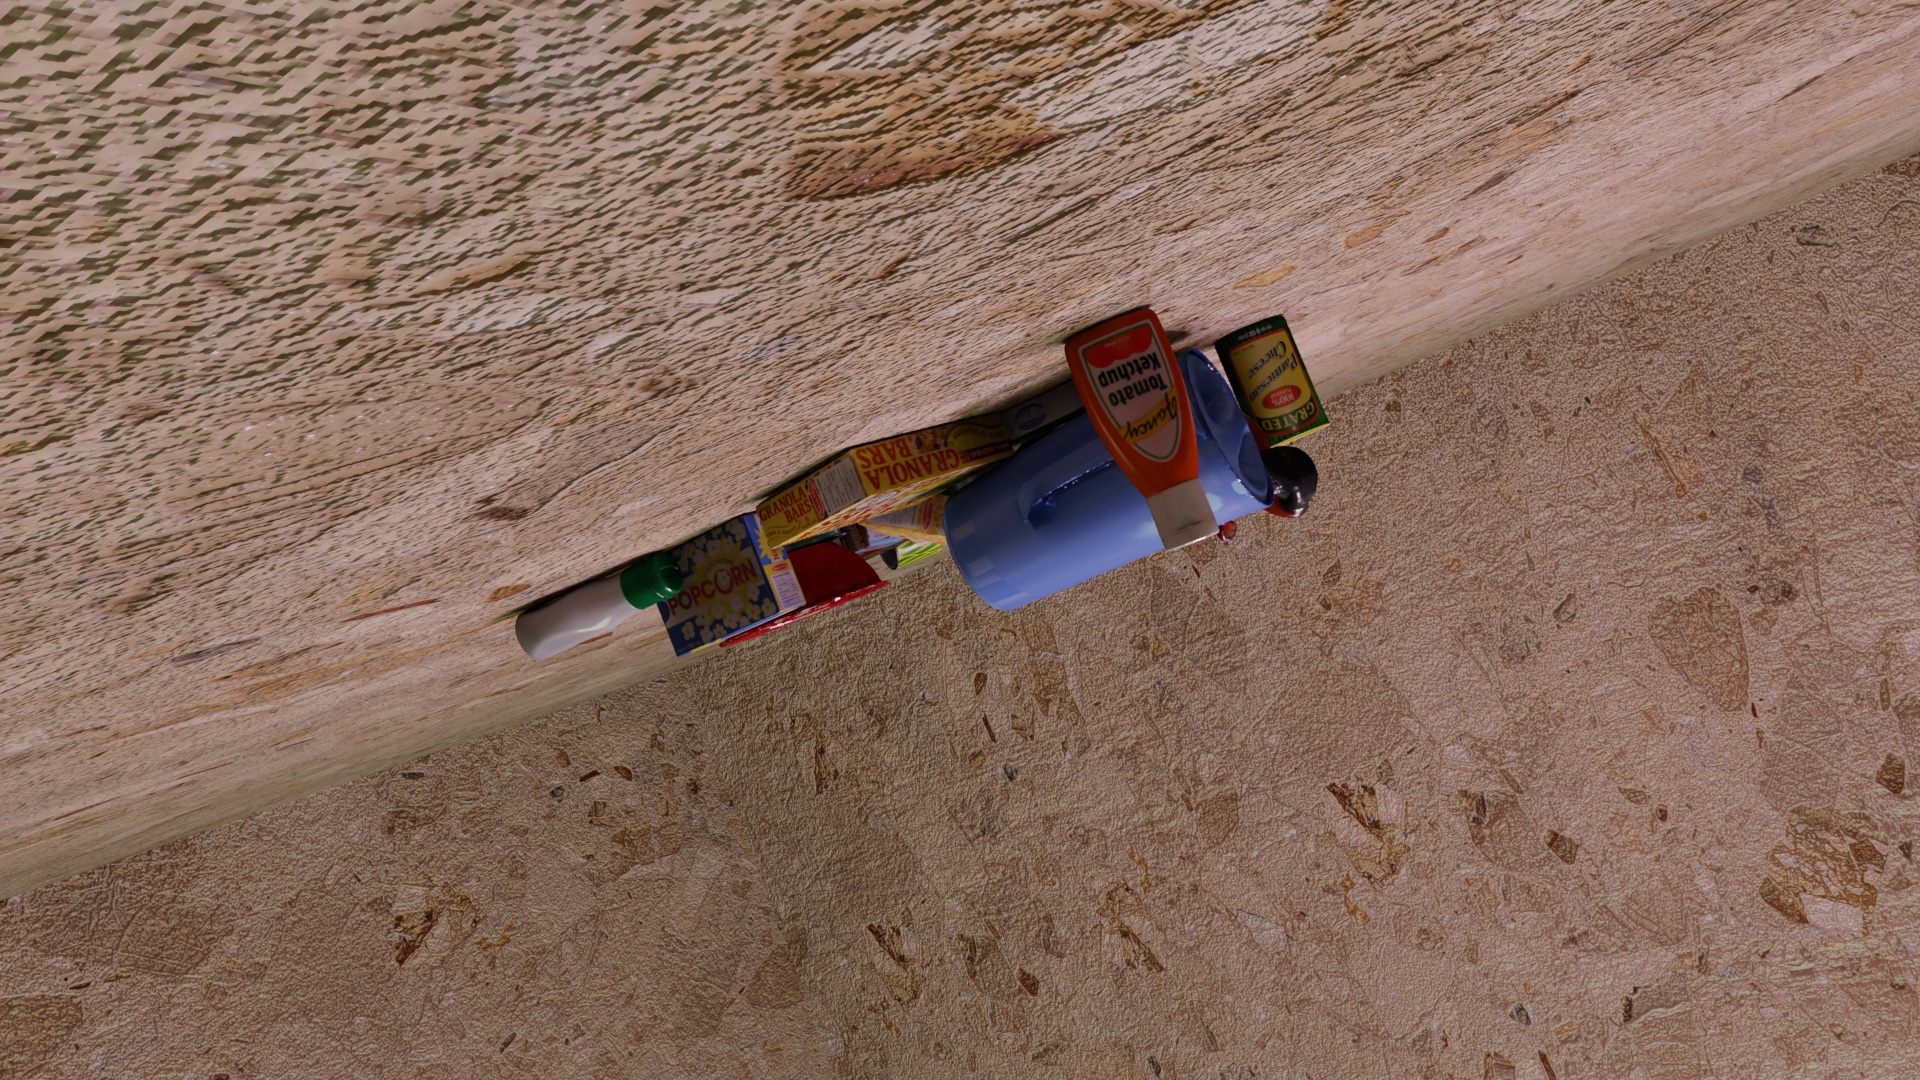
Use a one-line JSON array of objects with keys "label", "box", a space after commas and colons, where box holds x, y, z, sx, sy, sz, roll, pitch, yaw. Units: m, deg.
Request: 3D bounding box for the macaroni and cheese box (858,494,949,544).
[{"label": "macaroni and cheese box", "box": [0.005, -0.016, 1.264, 0.166, 0.040, 0.123, 8, 177, 12]}]

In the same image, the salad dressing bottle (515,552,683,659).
[{"label": "salad dressing bottle", "box": [-0.298, 0.053, 1.150, 0.147, 0.044, 0.064, -24, 175, 19]}]

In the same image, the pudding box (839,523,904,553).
[{"label": "pudding box", "box": [-0.089, -0.016, 1.342, 0.030, 0.049, 0.084, -21, 178, 23]}]

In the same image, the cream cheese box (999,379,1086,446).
[{"label": "cream cheese box", "box": [0.067, -0.102, 1.114, 0.103, 0.024, 0.053, -23, 176, 31]}]

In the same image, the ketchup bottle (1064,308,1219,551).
[{"label": "ketchup bottle", "box": [0.120, -0.068, 0.880, 0.065, 0.149, 0.043, -22, 178, 1]}]

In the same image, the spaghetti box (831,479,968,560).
[{"label": "spaghetti box", "box": [-0.080, -0.015, 1.426, 0.249, 0.050, 0.029, -24, 178, 43]}]

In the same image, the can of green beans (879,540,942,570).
[{"label": "can of green beans", "box": [-0.060, -0.007, 1.563, 0.058, 0.071, 0.071, -21, 177, -21]}]

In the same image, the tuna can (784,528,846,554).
[{"label": "tuna can", "box": [-0.140, -0.009, 1.249, 0.071, 0.033, 0.071, -21, 177, -1]}]

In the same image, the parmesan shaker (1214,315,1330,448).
[{"label": "parmesan shaker", "box": [0.267, -0.134, 1.204, 0.071, 0.103, 0.071, -22, 177, -1]}]

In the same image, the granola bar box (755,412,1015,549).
[{"label": "granola bar box", "box": [-0.057, -0.048, 1.068, 0.166, 0.039, 0.124, -19, 175, -46]}]

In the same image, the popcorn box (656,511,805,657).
[{"label": "popcorn box", "box": [-0.196, 0.036, 1.148, 0.126, 0.085, 0.038, -24, 177, 33]}]

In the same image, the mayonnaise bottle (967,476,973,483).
[{"label": "mayonnaise bottle", "box": [-0.003, -0.049, 1.438, 0.148, 0.041, 0.065, -23, 179, 22]}]

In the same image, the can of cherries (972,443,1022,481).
[{"label": "can of cherries", "box": [0.053, -0.063, 1.340, 0.058, 0.071, 0.071, -20, 177, -45]}]
